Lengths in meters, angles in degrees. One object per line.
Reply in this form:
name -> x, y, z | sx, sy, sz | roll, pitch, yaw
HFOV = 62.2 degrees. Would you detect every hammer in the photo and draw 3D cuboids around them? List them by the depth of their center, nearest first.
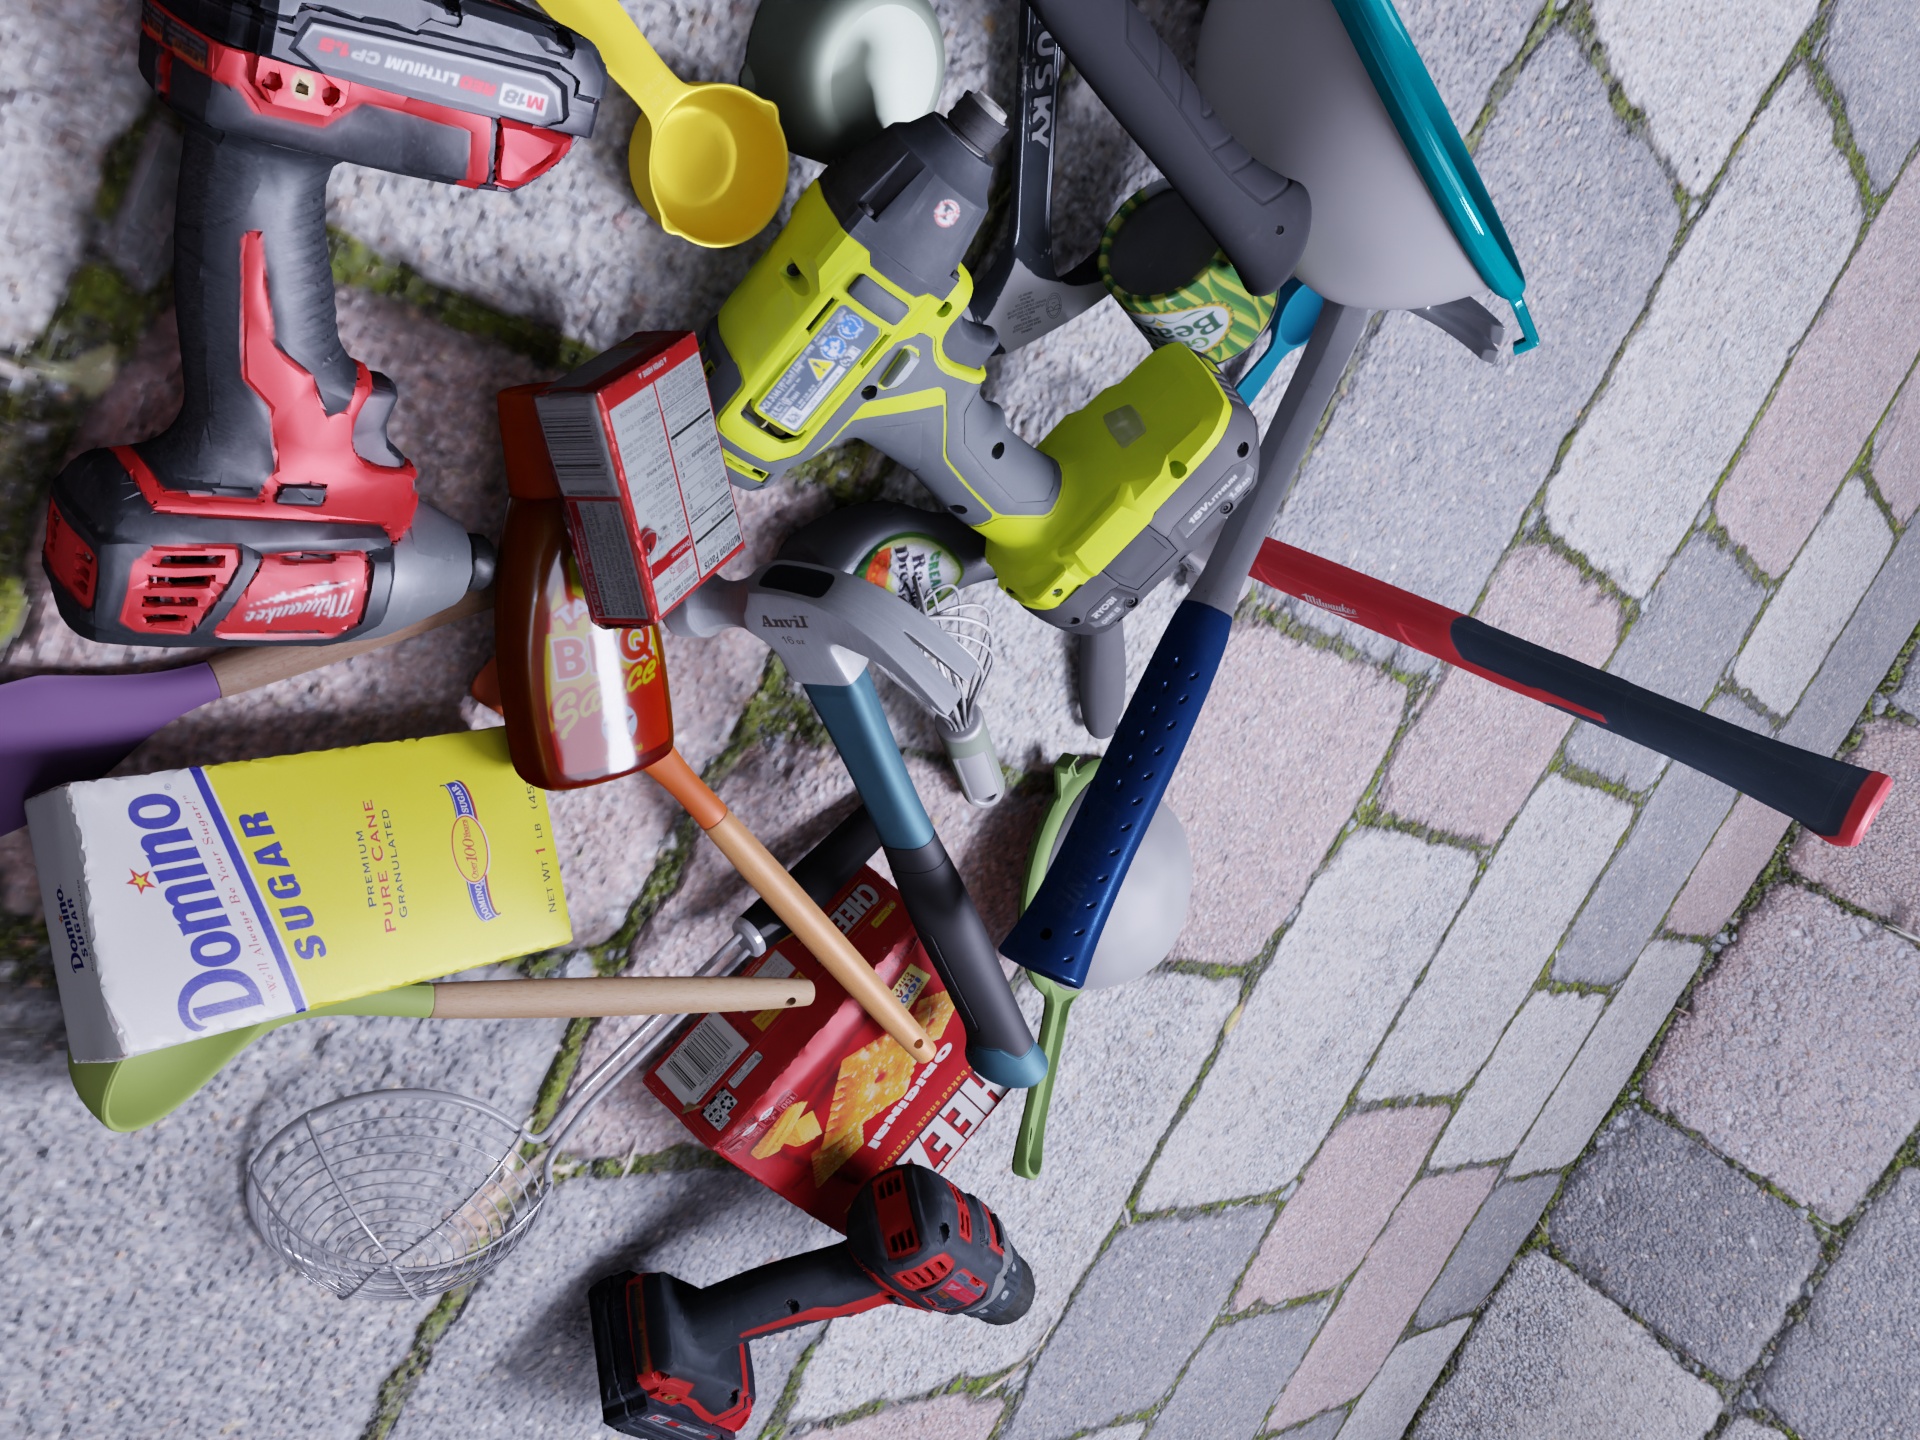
hammer -> 0.025, -0.274, 0.576 | 0.334, 0.035, 0.146 | 39, 89, -34
hammer -> 0.040, -0.344, 0.622 | 0.149, 0.036, 0.408 | -26, 134, -35
hammer -> -0.022, 0.063, 0.748 | 0.033, 0.128, 0.330 | -60, 141, -39
hammer -> 0.129, -0.061, 0.768 | 0.405, 0.144, 0.035 | -64, 164, -12
hammer -> 0.255, -0.044, 0.792 | 0.038, 0.387, 0.143 | -54, 145, -10

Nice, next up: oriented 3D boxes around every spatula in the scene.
spatula -> -0.244, -0.022, 0.574 | 0.316, 0.018, 0.059 | -26, 139, -31
spatula -> -0.097, 0.064, 0.737 | 0.081, 0.041, 0.322 | -45, 121, -13

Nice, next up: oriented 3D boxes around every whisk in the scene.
whisk -> -0.001, -0.003, 0.790 | 0.058, 0.059, 0.246 | -17, 157, 1
whisk -> 0.077, -0.073, 0.863 | 0.055, 0.055, 0.238 | -34, 143, -25

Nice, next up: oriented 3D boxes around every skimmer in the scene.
skimmer -> -0.165, 0.135, 0.772 | 0.363, 0.090, 0.127 | -43, 134, -32

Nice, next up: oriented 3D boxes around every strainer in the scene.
strainer -> 0.131, -0.289, 0.682 | 0.095, 0.211, 0.340 | -27, 145, 27
strainer -> 0.087, 0.152, 0.954 | 0.151, 0.069, 0.256 | 26, 75, -59

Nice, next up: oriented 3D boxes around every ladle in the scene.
ladle -> -0.194, 0.126, 0.666 | 0.320, 0.062, 0.078 | 6, 123, -38

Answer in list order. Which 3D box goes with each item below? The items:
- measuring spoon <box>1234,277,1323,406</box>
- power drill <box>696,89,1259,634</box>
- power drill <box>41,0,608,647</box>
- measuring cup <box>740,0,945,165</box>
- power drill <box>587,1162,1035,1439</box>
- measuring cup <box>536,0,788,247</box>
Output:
measuring spoon -> 0.159, -0.195, 0.886 | 0.128, 0.021, 0.042 | -52, 145, 12
power drill -> 0.014, -0.137, 0.655 | 0.223, 0.080, 0.171 | 26, 119, -39
power drill -> -0.196, -0.124, 0.504 | 0.143, 0.079, 0.219 | -3, 122, -46
measuring cup -> -0.040, -0.283, 0.577 | 0.083, 0.038, 0.167 | -29, 138, -30
power drill -> -0.073, 0.334, 0.903 | 0.226, 0.080, 0.187 | -25, 142, 8
measuring cup -> -0.121, -0.230, 0.551 | 0.062, 0.029, 0.156 | -51, 131, -5
